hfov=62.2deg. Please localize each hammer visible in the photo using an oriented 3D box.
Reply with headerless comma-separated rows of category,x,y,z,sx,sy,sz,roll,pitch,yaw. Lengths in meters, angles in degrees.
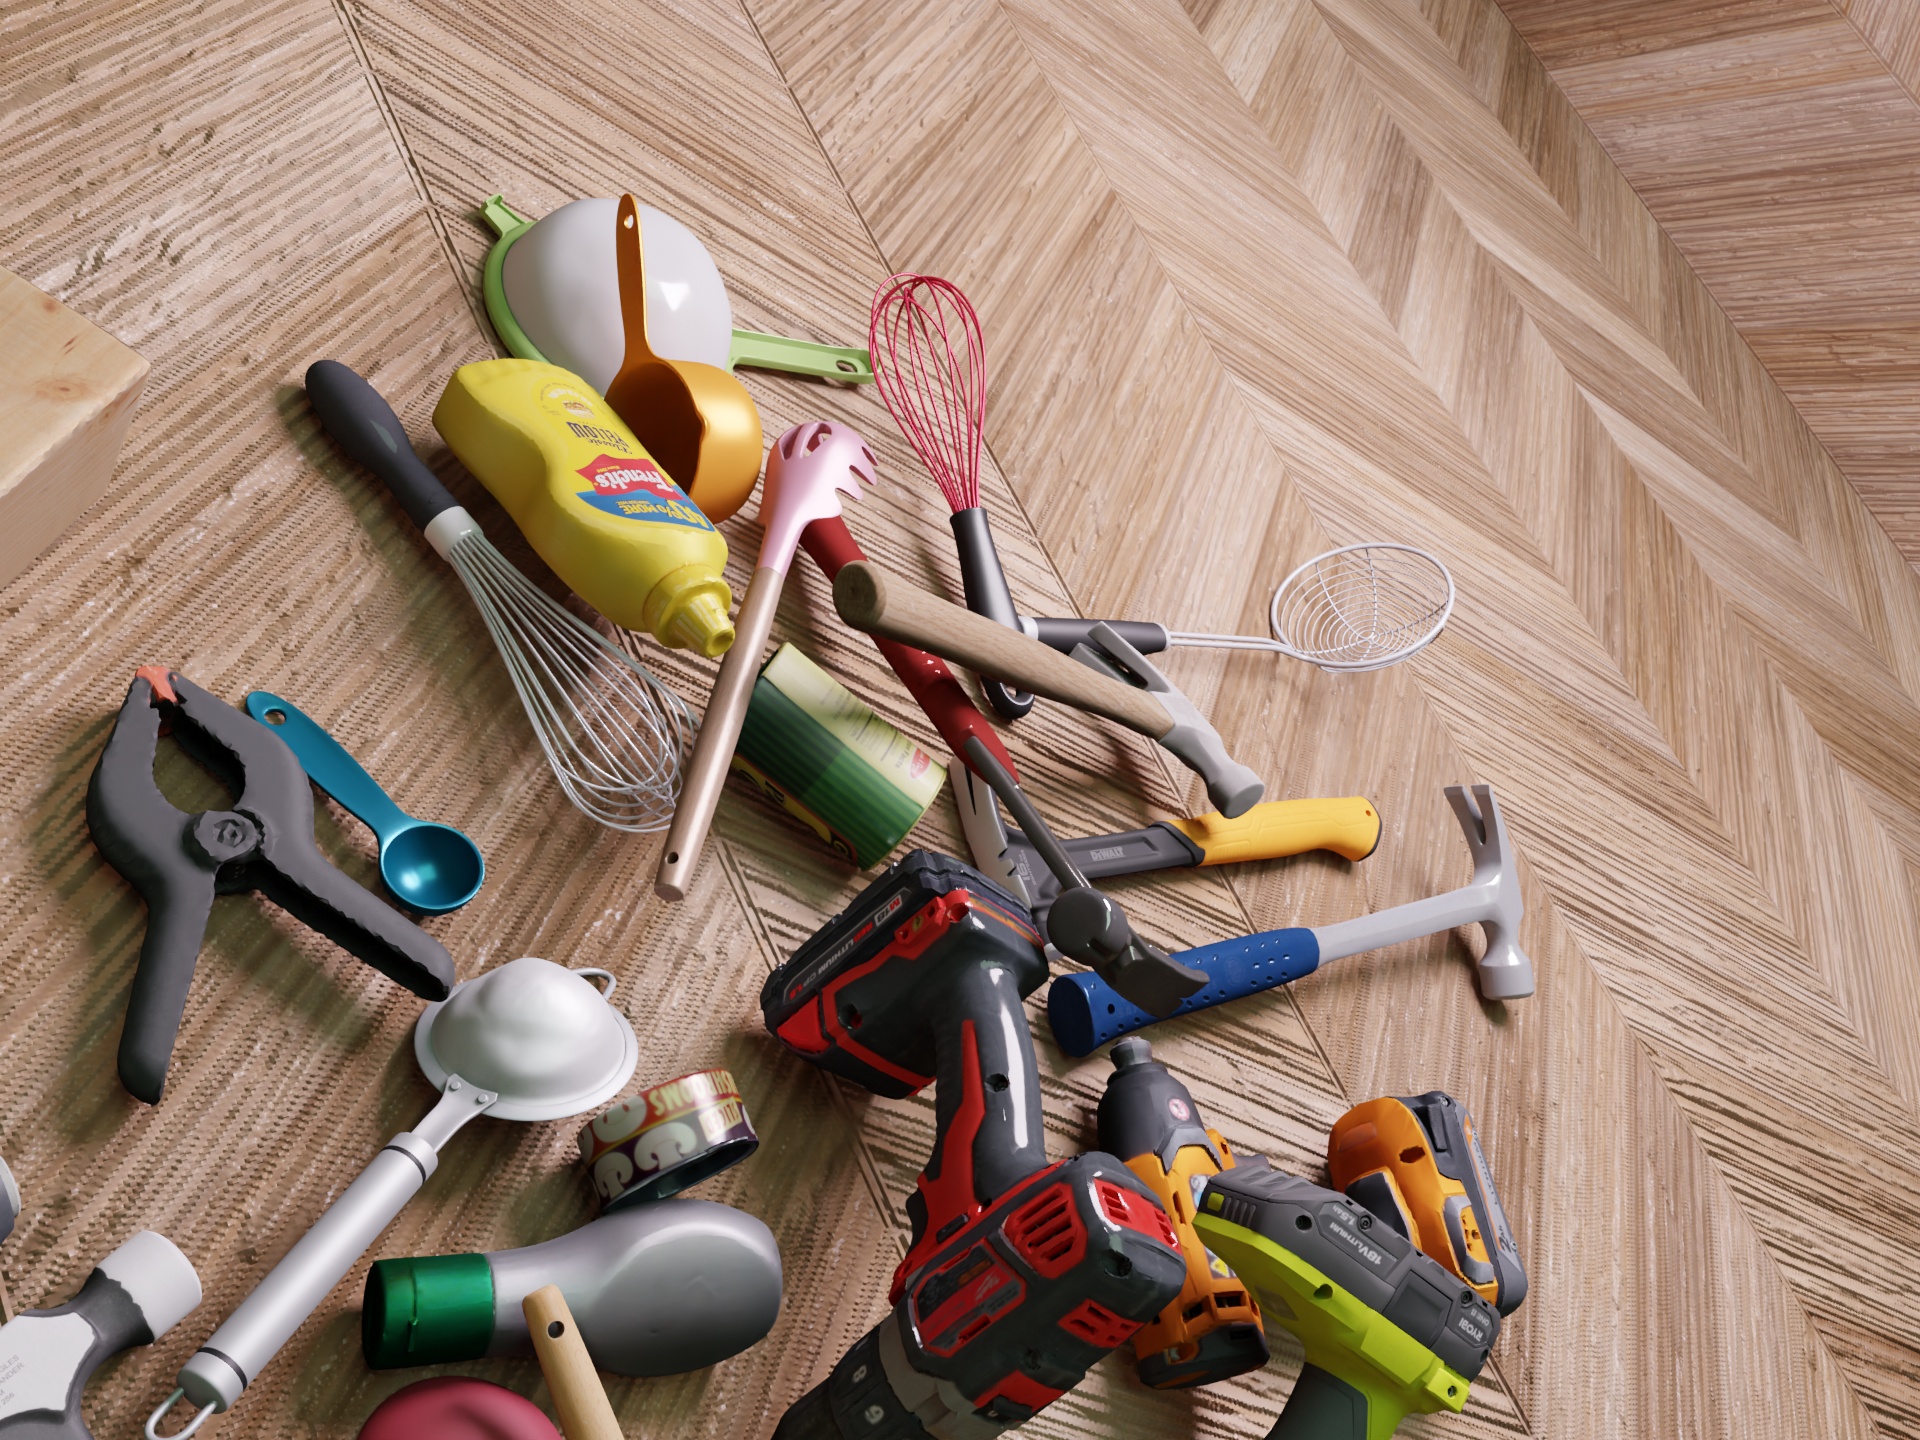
hammer,-0.001,-0.003,0.817,0.359,0.036,0.149,54,8,31
hammer,0.211,0.128,0.940,0.405,0.035,0.144,-6,88,-39
hammer,0.046,-0.026,0.834,0.331,0.031,0.130,19,28,-53
hammer,-0.195,0.323,0.470,0.335,0.035,0.146,48,41,0
hammer,0.140,0.065,0.952,0.336,0.034,0.127,-2,62,-41

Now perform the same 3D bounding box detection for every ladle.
ladle,-0.090,0.349,0.547,0.315,0.031,0.069,49,45,-2

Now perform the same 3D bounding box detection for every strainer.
strainer,-0.192,0.152,0.571,0.087,0.050,0.258,21,34,10
strainer,-0.141,-0.238,0.918,0.256,0.069,0.152,1,59,-38

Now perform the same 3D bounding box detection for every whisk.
whisk,-0.214,-0.063,0.738,0.285,0.070,0.070,50,41,8
whisk,0.001,-0.141,0.959,0.073,0.073,0.296,-1,72,-41

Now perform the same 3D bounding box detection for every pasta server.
pasta server,-0.095,-0.043,0.755,0.040,0.060,0.316,70,23,-45

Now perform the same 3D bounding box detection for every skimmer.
skimmer,0.183,-0.080,1.057,0.363,0.090,0.127,-1,28,-38

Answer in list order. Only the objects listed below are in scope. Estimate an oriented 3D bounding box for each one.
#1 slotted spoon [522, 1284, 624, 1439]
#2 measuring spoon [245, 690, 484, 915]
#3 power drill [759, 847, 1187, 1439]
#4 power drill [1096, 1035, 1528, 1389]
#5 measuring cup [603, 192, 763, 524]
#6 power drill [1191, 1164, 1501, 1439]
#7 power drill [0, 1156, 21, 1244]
slotted spoon,-0.084,0.338,0.523,0.070,0.031,0.314,-18,79,-31
measuring spoon,-0.252,0.036,0.660,0.128,0.021,0.042,42,42,7
power drill,-0.020,0.184,0.642,0.080,0.188,0.227,35,21,-35
power drill,0.168,0.241,0.808,0.226,0.084,0.164,8,55,-31
measuring cup,-0.148,-0.185,0.831,0.052,0.095,0.173,-5,88,-48
power drill,0.113,0.307,0.654,0.171,0.080,0.223,38,71,-14
power drill,-0.399,0.101,0.437,0.190,0.080,0.228,-23,79,-46
